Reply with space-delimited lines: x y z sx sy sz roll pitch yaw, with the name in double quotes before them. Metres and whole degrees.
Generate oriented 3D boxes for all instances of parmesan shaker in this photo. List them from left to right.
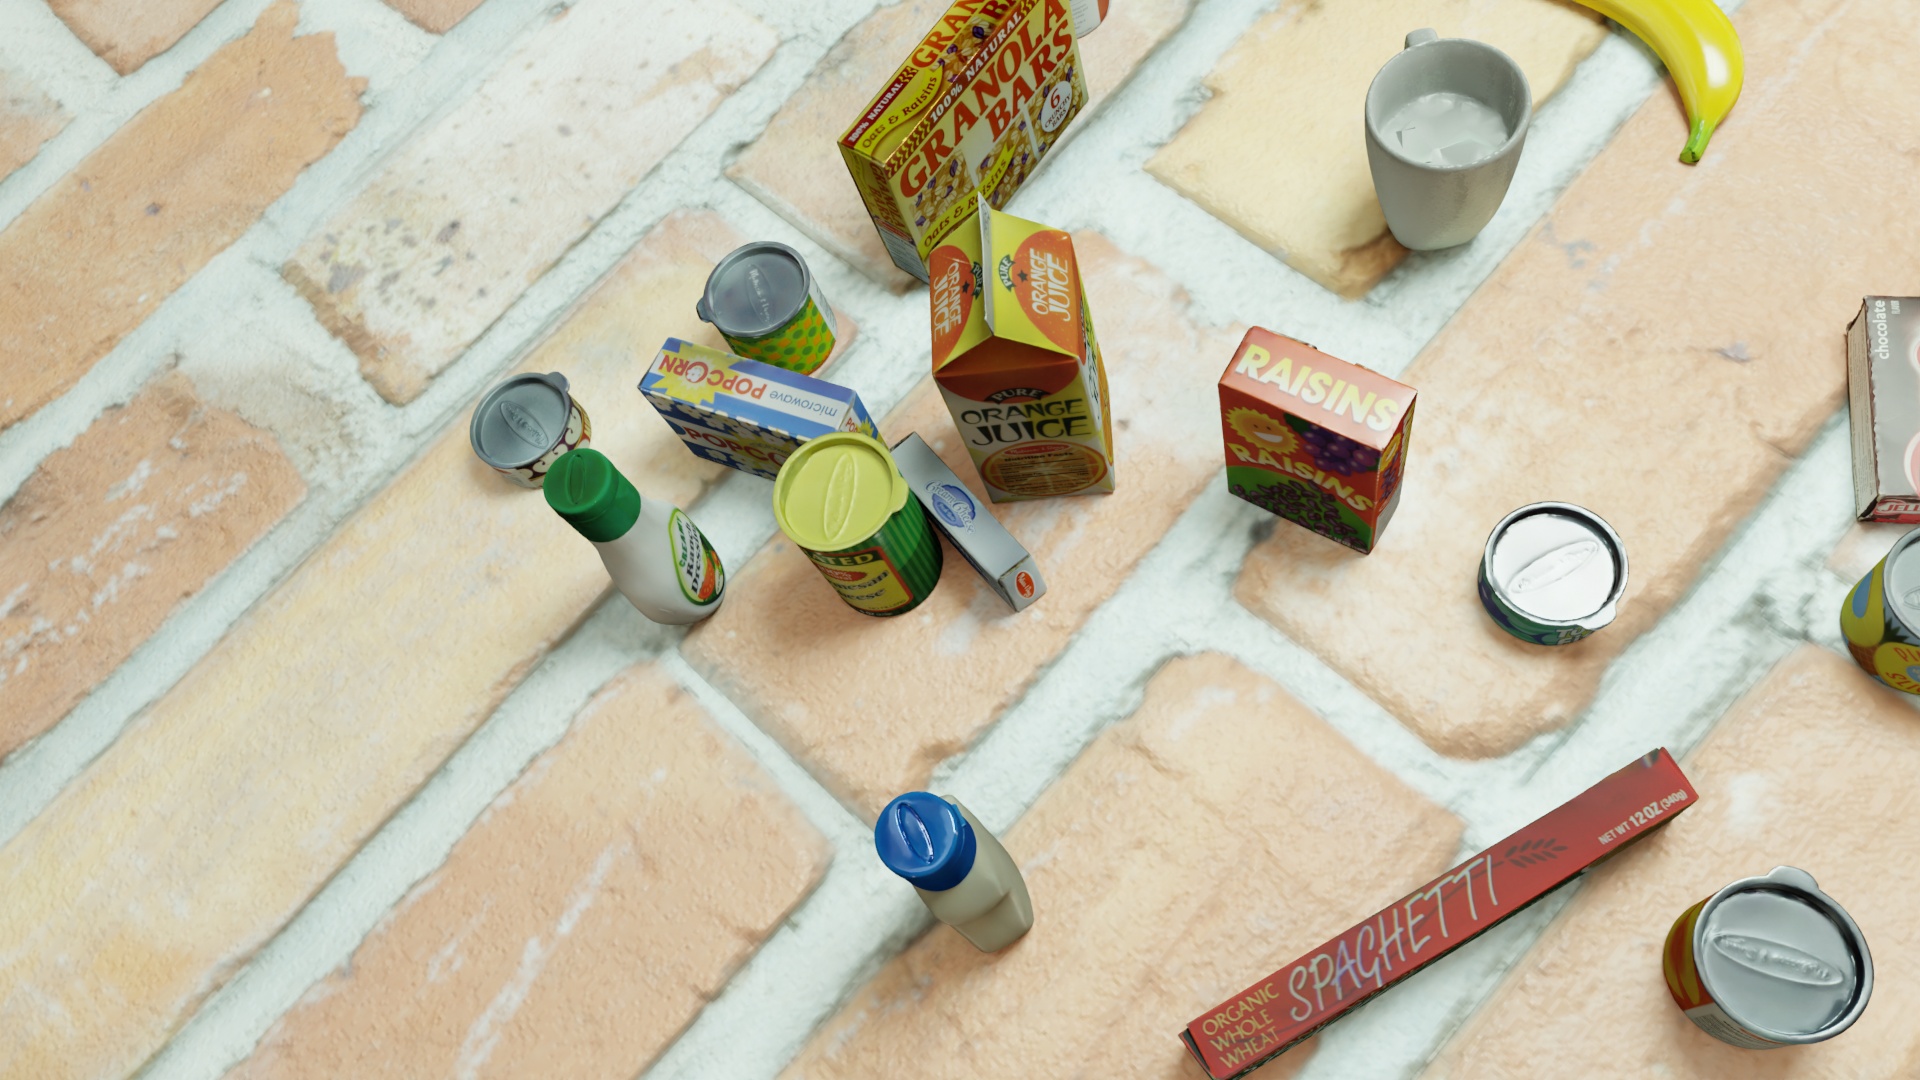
"parmesan shaker" -0.049 -0.005 0.740 0.071 0.102 0.071 -5 66 12

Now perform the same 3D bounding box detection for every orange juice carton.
"orange juice carton" 0.031 -0.092 0.709 0.073 0.192 0.072 -6 66 11

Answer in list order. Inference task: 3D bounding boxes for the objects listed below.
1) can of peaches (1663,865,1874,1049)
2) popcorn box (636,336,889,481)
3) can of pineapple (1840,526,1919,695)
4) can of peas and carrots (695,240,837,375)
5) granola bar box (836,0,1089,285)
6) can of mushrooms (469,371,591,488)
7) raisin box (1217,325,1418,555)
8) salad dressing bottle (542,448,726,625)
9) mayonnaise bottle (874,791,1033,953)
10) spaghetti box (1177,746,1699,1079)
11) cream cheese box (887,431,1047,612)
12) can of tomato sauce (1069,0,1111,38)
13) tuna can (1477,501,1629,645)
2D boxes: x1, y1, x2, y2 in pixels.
"can of peaches" 0.340 0.178 0.589 0.071 0.058 0.071 -5 66 11
"popcorn box" -0.108 -0.065 0.791 0.127 0.085 0.038 18 72 20
"can of pineapple" 0.444 0.033 0.629 0.071 0.057 0.071 -5 66 11
"can of peas and carrots" -0.116 -0.136 0.839 0.071 0.058 0.071 -5 66 11
"granola bar box" 0.006 -0.250 0.824 0.039 0.124 0.166 32 77 24
"can of mushrooms" -0.263 -0.069 0.859 0.071 0.033 0.071 -5 66 11
"raisin box" 0.177 -0.048 0.693 0.086 0.123 0.040 28 76 23
"salad dressing bottle" -0.172 -0.001 0.742 0.044 0.147 0.064 -11 65 9
"mayonnaise bottle" -0.003 0.148 0.635 0.041 0.147 0.065 -30 63 0
"spaghetti box" 0.213 0.172 0.627 0.250 0.050 0.029 -30 63 -1
"cream cheese box" 0.003 -0.009 0.757 0.024 0.053 0.104 -40 64 -5
"can of tomato sauce" 0.060 -0.374 0.889 0.071 0.083 0.071 -5 66 12
"tuna can" 0.293 0.019 0.686 0.071 0.032 0.071 -5 66 11
